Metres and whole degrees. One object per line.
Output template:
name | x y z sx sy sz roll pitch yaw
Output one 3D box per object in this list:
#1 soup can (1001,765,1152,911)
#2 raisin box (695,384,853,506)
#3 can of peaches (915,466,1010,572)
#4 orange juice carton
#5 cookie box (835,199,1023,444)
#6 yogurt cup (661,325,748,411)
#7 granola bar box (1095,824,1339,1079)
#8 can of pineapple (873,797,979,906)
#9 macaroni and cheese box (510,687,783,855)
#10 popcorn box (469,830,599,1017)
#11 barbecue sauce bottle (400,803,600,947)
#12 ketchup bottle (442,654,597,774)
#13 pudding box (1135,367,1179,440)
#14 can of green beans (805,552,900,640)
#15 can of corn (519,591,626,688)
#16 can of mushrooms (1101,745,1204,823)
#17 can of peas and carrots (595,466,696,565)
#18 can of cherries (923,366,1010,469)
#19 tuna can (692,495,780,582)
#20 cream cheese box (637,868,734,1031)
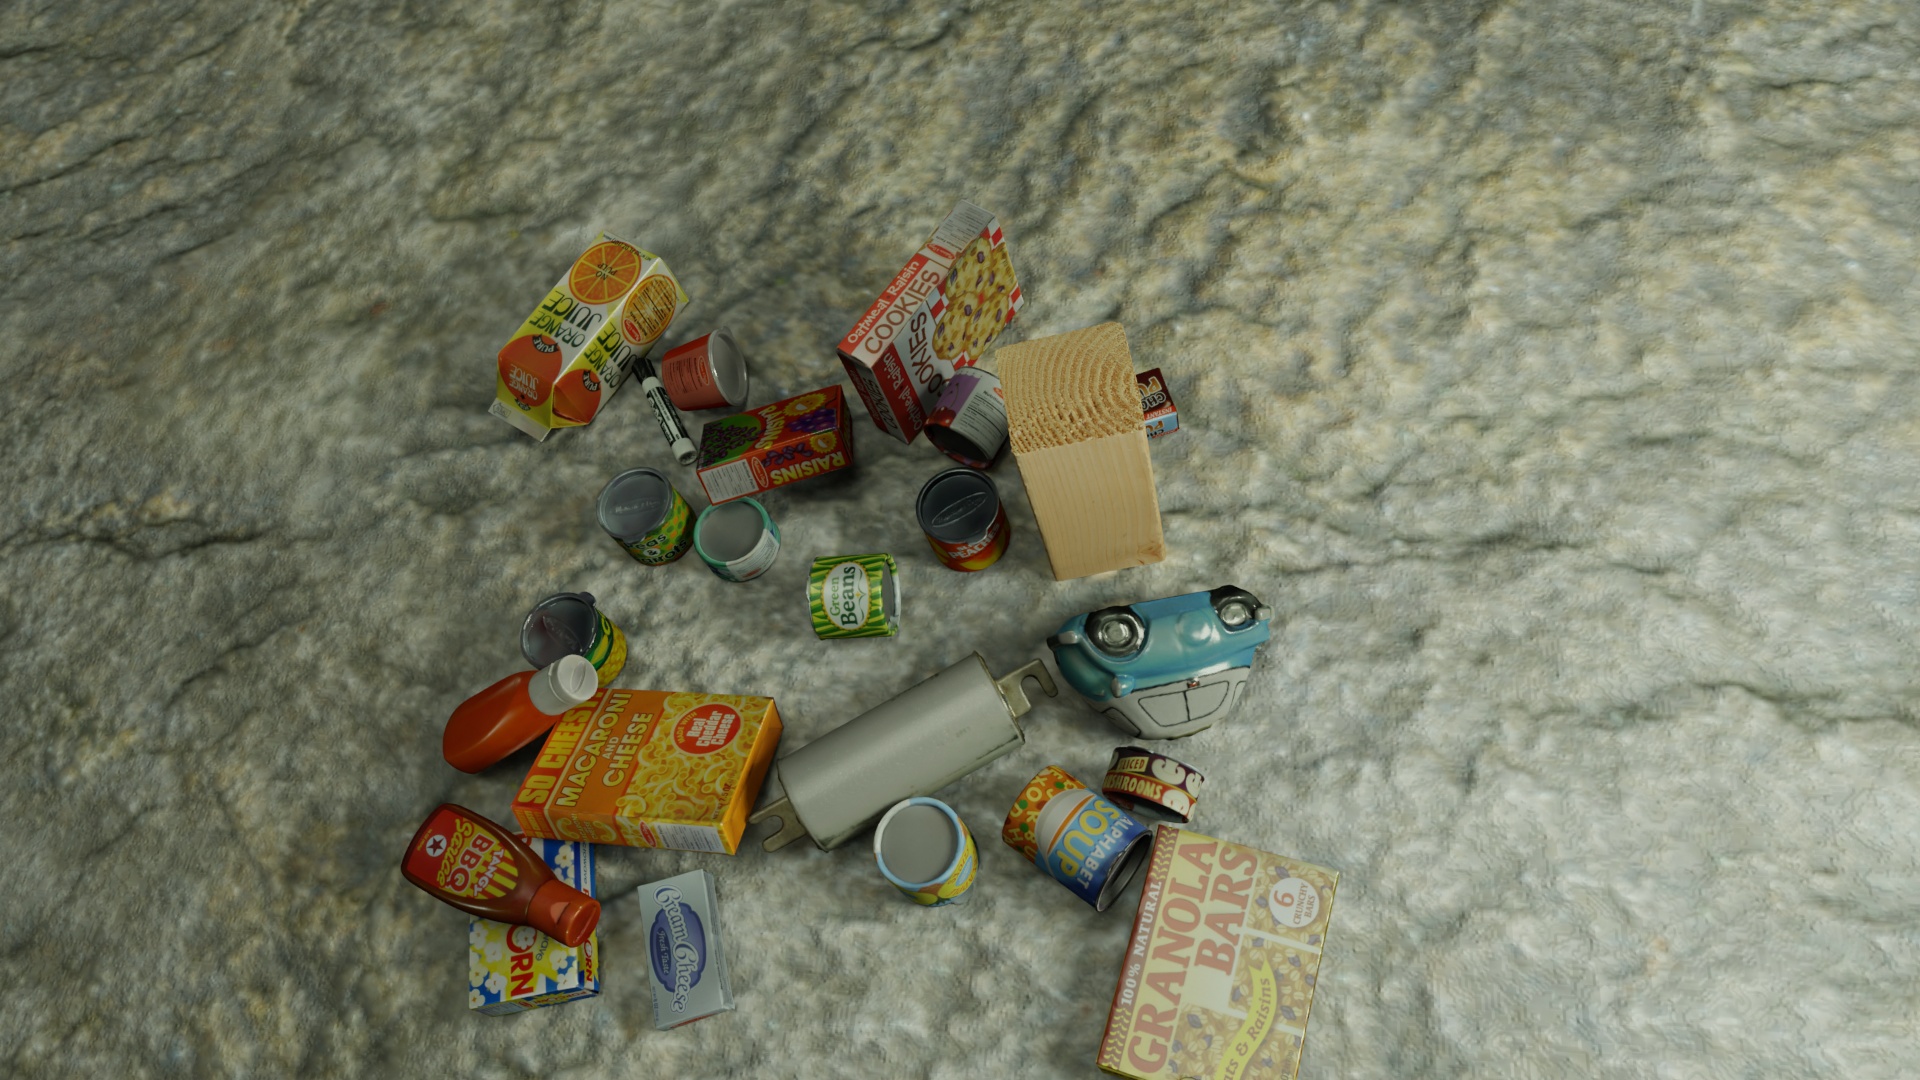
soup can | 0.080 0.204 0.961 0.084 0.071 0.071 32 75 24
raisin box | -0.153 -0.081 1.153 0.123 0.040 0.086 -16 30 4
can of peaches | 0.004 -0.014 1.093 0.071 0.058 0.071 -5 64 10
orange juice carton | -0.338 -0.176 1.241 0.072 0.072 0.193 29 74 23
cookie box | -0.022 -0.178 1.143 0.040 0.122 0.168 31 75 25
yogurt cup | -0.223 -0.144 1.206 0.054 0.072 0.072 -12 62 16
granola bar box | 0.171 0.285 0.919 0.124 0.039 0.166 11 67 18
can of pineapple | -0.022 0.221 0.983 0.071 0.057 0.071 -5 63 10
macaroni and cheese box | -0.232 0.170 1.042 0.166 0.040 0.124 1 40 14
popcorn box | -0.317 0.279 1.032 0.085 0.038 0.127 -13 62 5
barbecue sauce bottle | -0.329 0.246 1.003 0.149 0.043 0.065 20 69 21
ketchup bottle | -0.339 0.129 1.069 0.148 0.043 0.065 -27 40 33
pudding box | 0.130 -0.102 1.124 0.084 0.030 0.050 -17 63 4
can of green beans | -0.082 0.044 1.080 0.058 0.071 0.071 -4 64 11
can of corn | -0.308 0.081 1.116 0.071 0.058 0.071 -5 63 10
can of mushrooms | 0.132 0.170 0.967 0.071 0.071 0.033 15 70 19
can of peas and carrots | -0.259 -0.017 1.153 0.071 0.058 0.071 -5 64 10
can of cherries | 0.010 -0.099 1.132 0.071 0.071 0.058 23 72 22
tuna can | -0.186 -0.004 1.145 0.071 0.032 0.071 -5 64 10
cream cheese box | -0.200 0.295 1.006 0.053 0.024 0.104 -17 62 2
